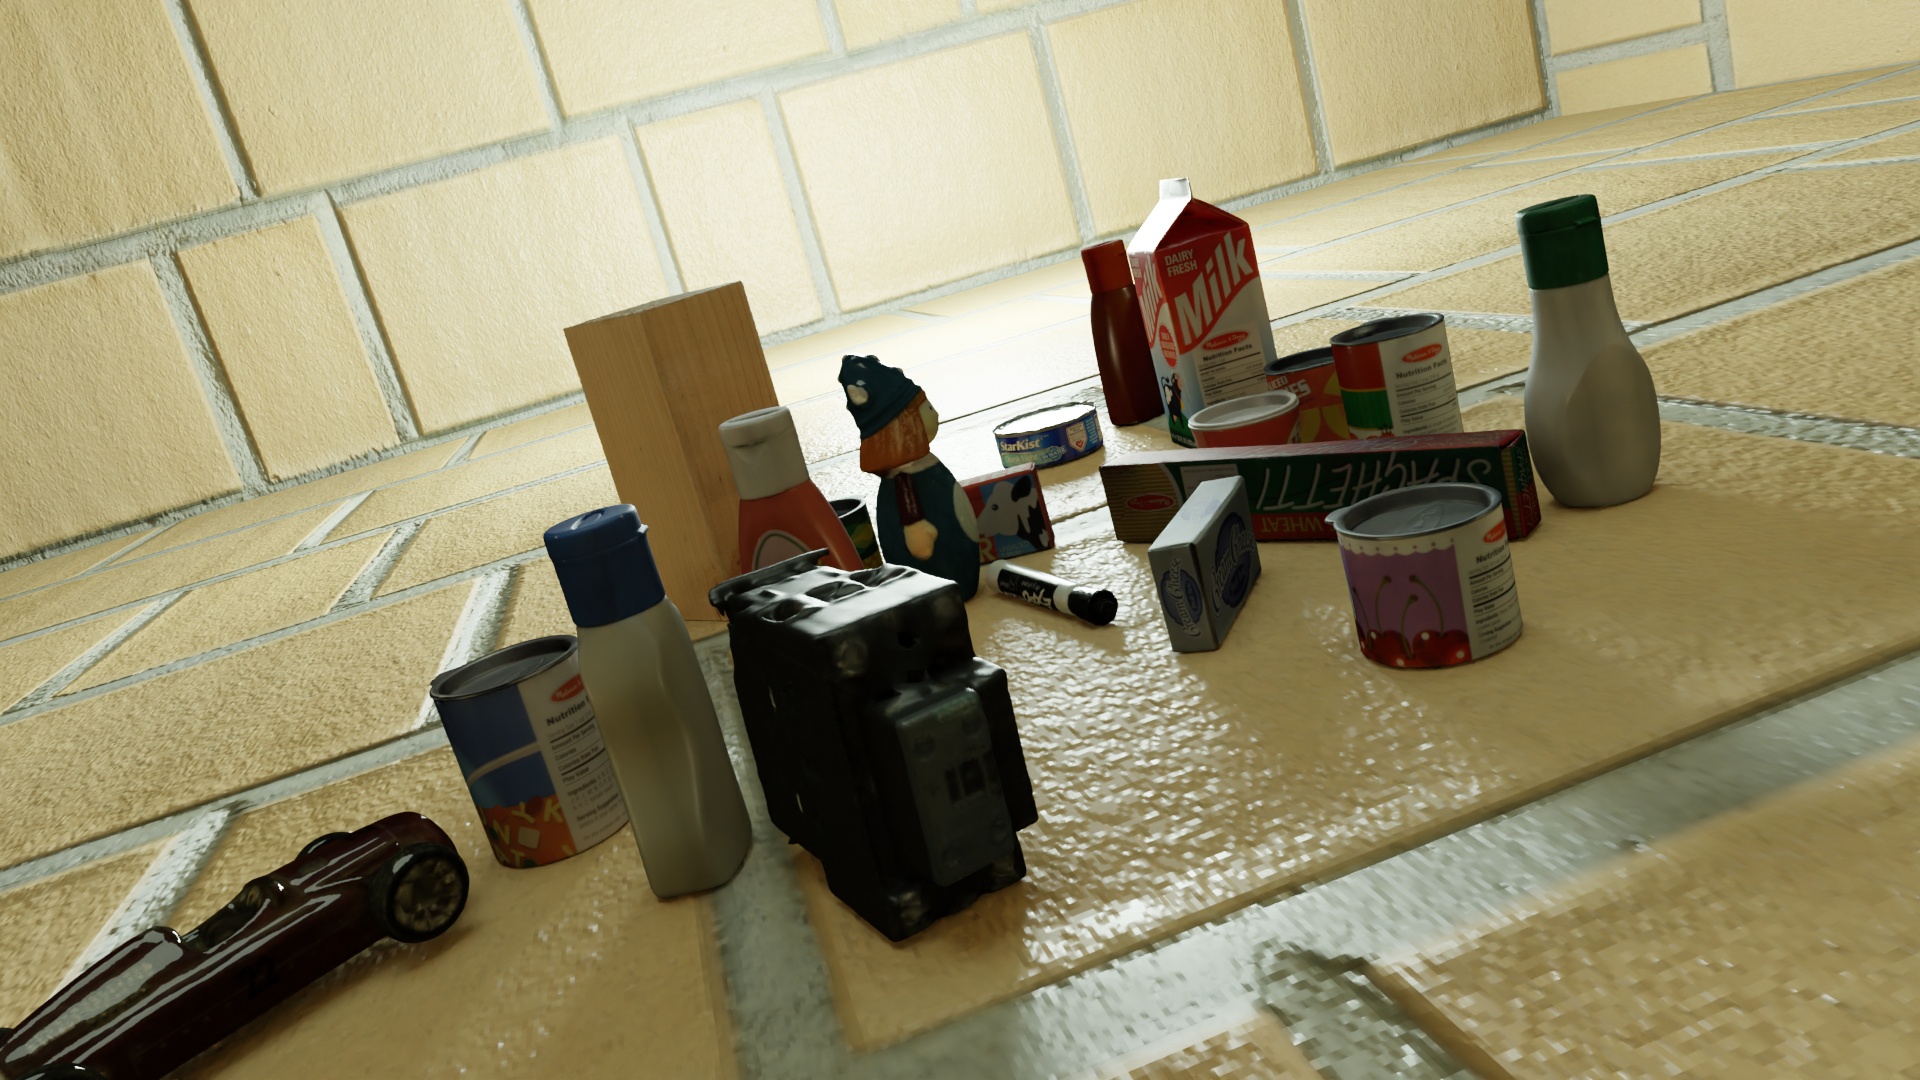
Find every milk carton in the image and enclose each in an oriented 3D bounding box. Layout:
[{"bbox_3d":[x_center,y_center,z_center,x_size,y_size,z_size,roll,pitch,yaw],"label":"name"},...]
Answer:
[{"bbox_3d":[0.175,-0.166,1.002,0.073,0.190,0.072,-17,14,-6],"label":"milk carton"}]

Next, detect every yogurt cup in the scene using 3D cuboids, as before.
[{"bbox_3d":[0.180,-0.057,0.858,0.072,0.053,0.072,-15,14,4],"label":"yogurt cup"}]

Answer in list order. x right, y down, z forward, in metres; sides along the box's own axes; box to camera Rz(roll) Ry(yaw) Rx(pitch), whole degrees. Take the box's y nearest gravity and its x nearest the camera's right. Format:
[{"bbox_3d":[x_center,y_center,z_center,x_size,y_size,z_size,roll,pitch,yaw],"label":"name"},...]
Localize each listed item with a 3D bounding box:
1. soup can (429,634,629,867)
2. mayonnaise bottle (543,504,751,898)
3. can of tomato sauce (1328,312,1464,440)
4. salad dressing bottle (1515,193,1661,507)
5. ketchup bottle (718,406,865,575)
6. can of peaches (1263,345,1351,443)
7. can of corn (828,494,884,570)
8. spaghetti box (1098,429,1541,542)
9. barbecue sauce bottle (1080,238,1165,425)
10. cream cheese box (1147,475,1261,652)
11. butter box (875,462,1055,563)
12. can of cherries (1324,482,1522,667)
[{"bbox_3d":[-0.192,0.093,0.621,0.071,0.083,0.071,-15,14,4],"label":"soup can"},{"bbox_3d":[-0.122,0.061,0.542,0.041,0.147,0.065,-15,14,3],"label":"mayonnaise bottle"},{"bbox_3d":[0.261,-0.088,0.831,0.071,0.083,0.071,-15,14,4],"label":"can of tomato sauce"},{"bbox_3d":[0.301,-0.092,0.675,0.064,0.147,0.044,-19,14,-13],"label":"salad dressing bottle"},{"bbox_3d":[-0.082,0.008,0.696,0.064,0.148,0.044,-12,14,13],"label":"ketchup bottle"},{"bbox_3d":[0.240,-0.094,0.930,0.071,0.058,0.071,-15,14,4],"label":"can of peaches"},{"bbox_3d":[-0.081,0.010,0.870,0.071,0.058,0.071,-15,14,4],"label":"can of corn"},{"bbox_3d":[0.183,-0.026,0.748,0.250,0.050,0.029,0,20,45],"label":"spaghetti box"},{"bbox_3d":[0.135,-0.174,1.156,0.043,0.148,0.065,-3,19,42],"label":"barbecue sauce bottle"},{"bbox_3d":[0.120,0.010,0.671,0.024,0.053,0.104,-8,16,27],"label":"cream cheese box"},{"bbox_3d":[0.003,-0.011,0.872,0.103,0.053,0.024,-13,14,9],"label":"butter box"},{"bbox_3d":[0.191,0.014,0.574,0.071,0.058,0.072,-15,14,4],"label":"can of cherries"}]
